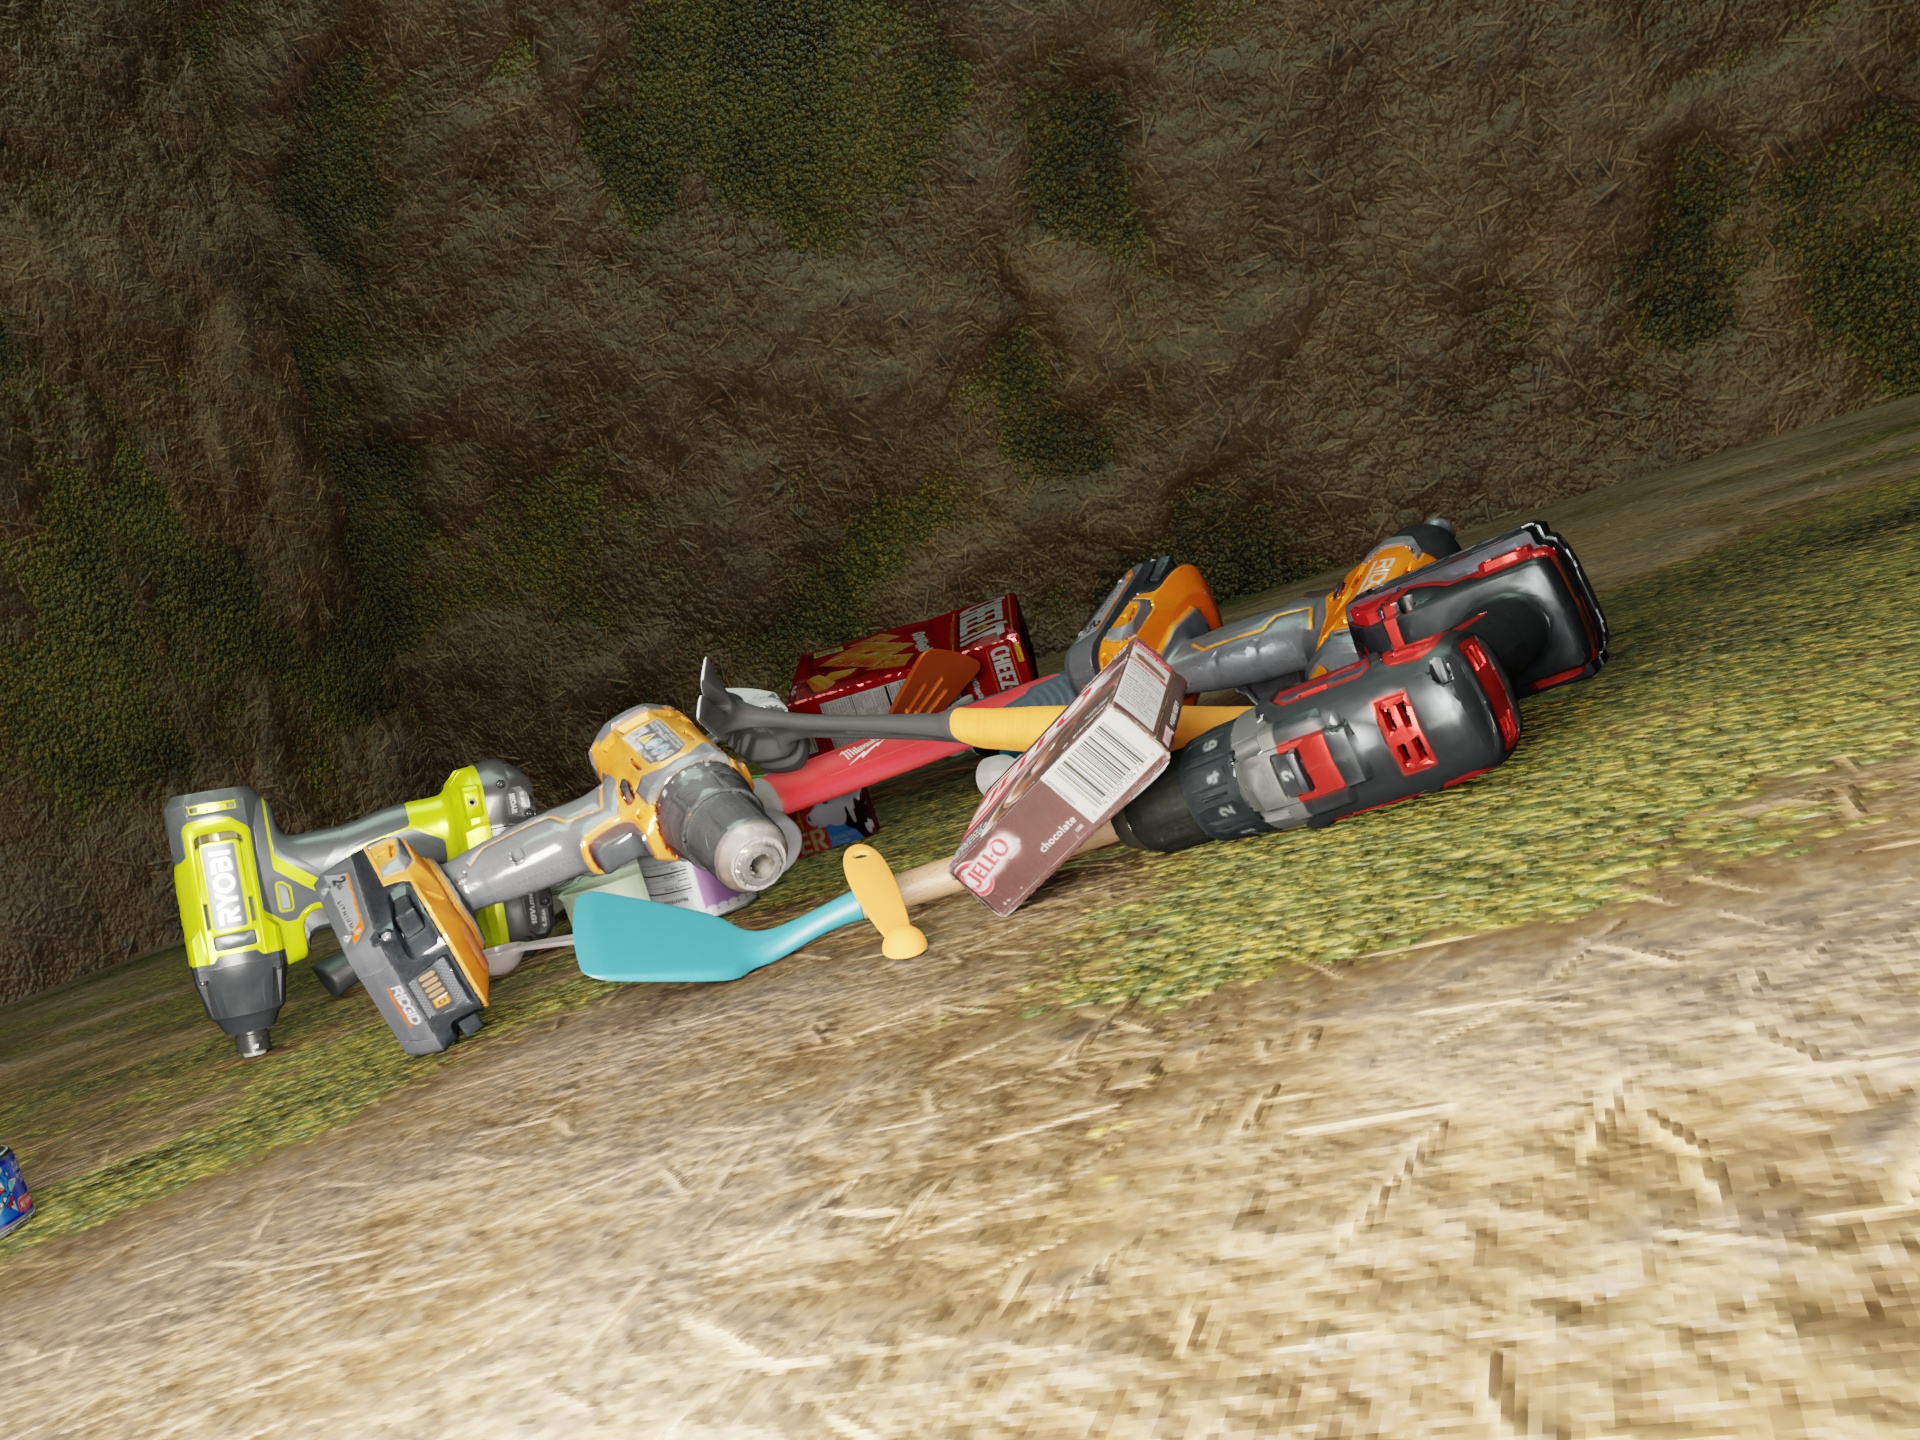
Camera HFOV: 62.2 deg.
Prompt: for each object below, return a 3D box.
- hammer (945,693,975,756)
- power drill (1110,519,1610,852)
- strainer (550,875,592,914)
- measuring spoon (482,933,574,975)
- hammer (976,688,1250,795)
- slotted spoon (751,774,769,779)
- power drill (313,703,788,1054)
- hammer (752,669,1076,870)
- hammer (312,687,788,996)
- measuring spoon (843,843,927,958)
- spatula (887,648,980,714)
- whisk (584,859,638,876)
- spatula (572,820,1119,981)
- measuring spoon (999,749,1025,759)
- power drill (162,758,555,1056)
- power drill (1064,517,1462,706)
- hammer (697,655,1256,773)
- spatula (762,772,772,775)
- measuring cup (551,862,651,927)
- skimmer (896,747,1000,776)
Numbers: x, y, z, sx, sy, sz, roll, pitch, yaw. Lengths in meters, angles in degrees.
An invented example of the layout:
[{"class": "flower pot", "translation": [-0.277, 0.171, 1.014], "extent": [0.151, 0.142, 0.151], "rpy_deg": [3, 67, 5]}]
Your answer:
[{"class": "hammer", "translation": [0.156, -0.045, 1.224], "extent": [0.359, 0.036, 0.149], "rpy_deg": [-17, 5, 13]}, {"class": "power drill", "translation": [0.187, -0.008, 0.734], "extent": [0.188, 0.080, 0.226], "rpy_deg": [-24, 3, 40]}, {"class": "strainer", "translation": [-0.294, 0.131, 1.225], "extent": [0.087, 0.050, 0.258], "rpy_deg": [-31, 17, -39]}, {"class": "measuring spoon", "translation": [-0.255, 0.148, 1.019], "extent": [0.124, 0.018, 0.034], "rpy_deg": [-10, 5, 13]}, {"class": "hammer", "translation": [0.169, -0.010, 1.160], "extent": [0.331, 0.031, 0.130], "rpy_deg": [-21, 4, -40]}, {"class": "slotted spoon", "translation": [-0.031, 0.019, 1.170], "extent": [0.314, 0.031, 0.070], "rpy_deg": [-20, -28, 9]}, {"class": "power drill", "translation": [-0.211, 0.083, 0.850], "extent": [0.226, 0.084, 0.185], "rpy_deg": [-30, 32, -19]}, {"class": "hammer", "translation": [-0.002, -0.003, 1.049], "extent": [0.386, 0.038, 0.143], "rpy_deg": [-20, 33, -29]}, {"class": "hammer", "translation": [-0.317, 0.090, 1.237], "extent": [0.409, 0.036, 0.149], "rpy_deg": [-32, 17, -8]}, {"class": "measuring spoon", "translation": [-0.037, 0.078, 0.724], "extent": [0.021, 0.011, 0.117], "rpy_deg": [-13, 22, -11]}, {"class": "spatula", "translation": [-0.119, 0.036, 1.326], "extent": [0.322, 0.041, 0.081], "rpy_deg": [-30, -22, 27]}, {"class": "whisk", "translation": [-0.182, 0.079, 1.228], "extent": [0.246, 0.057, 0.059], "rpy_deg": [-16, 22, -36]}, {"class": "spatula", "translation": [-0.026, 0.073, 0.775], "extent": [0.317, 0.044, 0.082], "rpy_deg": [-17, 24, -8]}, {"class": "measuring spoon", "translation": [0.040, 0.023, 1.167], "extent": [0.042, 0.021, 0.128], "rpy_deg": [-18, -23, -1]}, {"class": "power drill", "translation": [-0.393, 0.117, 1.054], "extent": [0.223, 0.171, 0.080], "rpy_deg": [-10, 0, -24]}, {"class": "power drill", "translation": [0.194, -0.060, 0.976], "extent": [0.226, 0.084, 0.164], "rpy_deg": [-5, 35, 41]}, {"class": "hammer", "translation": [0.027, 0.002, 0.860], "extent": [0.337, 0.034, 0.127], "rpy_deg": [1, -16, 14]}, {"class": "spatula", "translation": [-0.197, 0.068, 1.422], "extent": [0.316, 0.018, 0.060], "rpy_deg": [-31, 19, -23]}, {"class": "measuring cup", "translation": [-0.248, 0.127, 1.097], "extent": [0.083, 0.038, 0.167], "rpy_deg": [-20, 2, -34]}, {"class": "skimmer", "translation": [-0.020, 0.000, 1.442], "extent": [0.127, 0.090, 0.363], "rpy_deg": [-29, 9, -25]}]
